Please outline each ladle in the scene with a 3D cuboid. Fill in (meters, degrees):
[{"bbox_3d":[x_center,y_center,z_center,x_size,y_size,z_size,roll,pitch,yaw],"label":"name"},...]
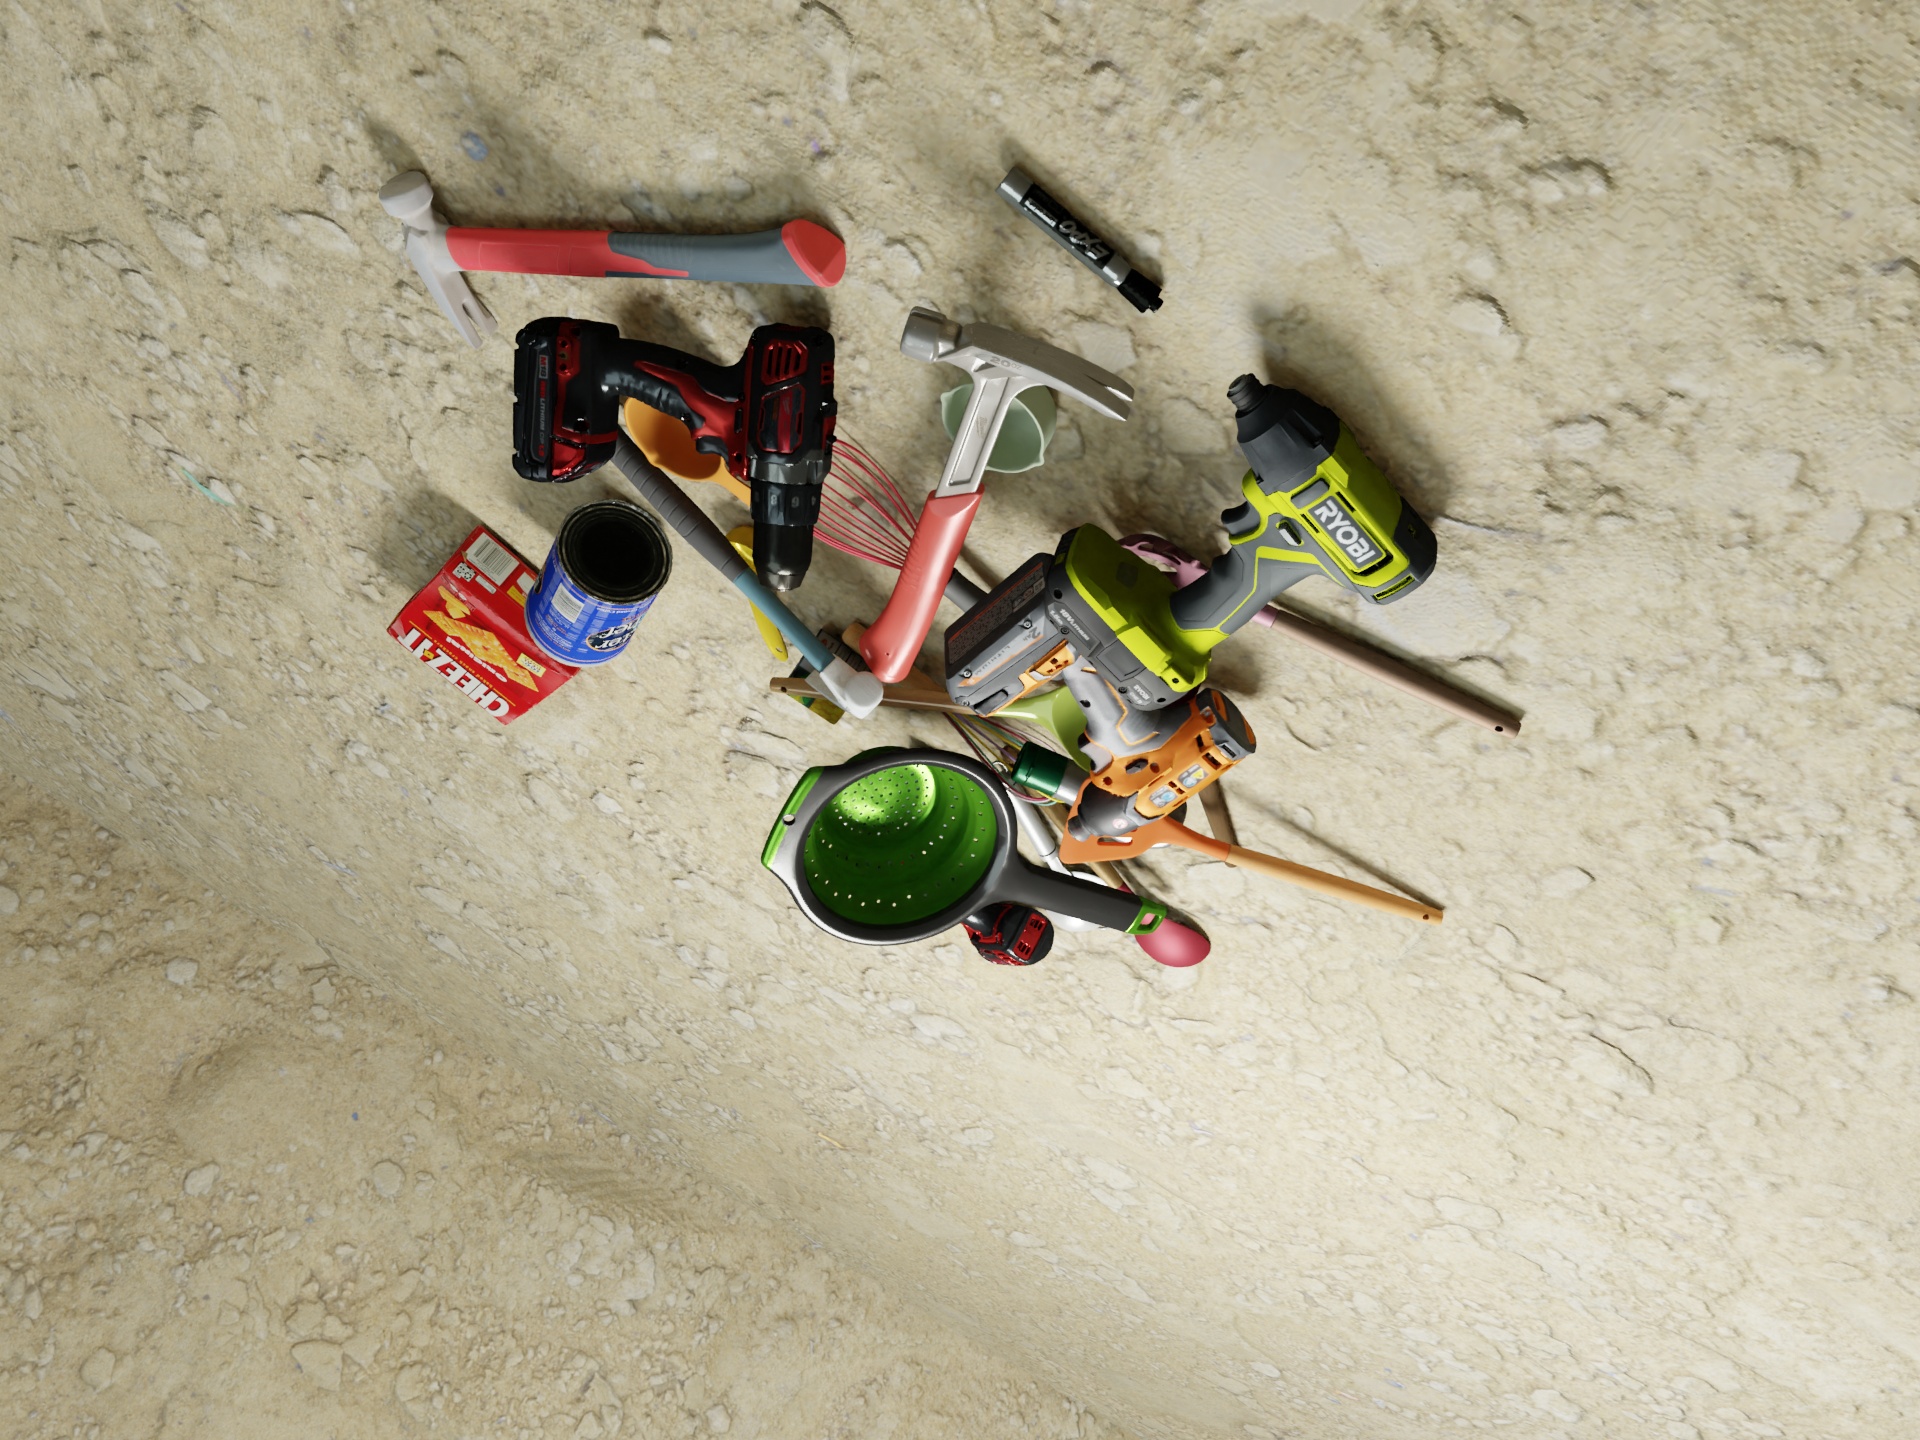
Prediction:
[{"bbox_3d":[0.133,0.134,1.481,0.069,0.031,0.315,-19,122,39],"label":"ladle"},{"bbox_3d":[-0.013,-0.009,1.321,0.320,0.062,0.078,6,122,15],"label":"ladle"}]

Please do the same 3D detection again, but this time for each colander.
[{"bbox_3d":[0.010,0.113,1.424,0.396,0.095,0.204,19,114,-26],"label":"colander"}]

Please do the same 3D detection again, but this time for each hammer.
[{"bbox_3d":[-0.186,-0.128,1.285,0.331,0.033,0.128,46,172,-2],"label":"hammer"},{"bbox_3d":[-0.003,-0.134,1.123,0.149,0.037,0.358,20,145,-3],"label":"hammer"},{"bbox_3d":[-0.246,-0.323,1.148,0.386,0.038,0.143,11,144,28],"label":"hammer"}]

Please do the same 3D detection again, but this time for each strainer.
[{"bbox_3d":[0.084,0.131,1.504,0.087,0.050,0.258,-12,127,27],"label":"strainer"}]

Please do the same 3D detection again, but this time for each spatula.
[{"bbox_3d":[0.243,0.120,1.310,0.322,0.041,0.081,17,109,0],"label":"spatula"}]

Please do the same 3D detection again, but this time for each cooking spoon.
[{"bbox_3d":[0.186,0.018,1.283,0.069,0.017,0.318,-5,136,21],"label":"cooking spoon"}]

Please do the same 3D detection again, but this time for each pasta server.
[{"bbox_3d":[0.244,-0.056,1.119,0.316,0.040,0.060,26,135,6],"label":"pasta server"}]

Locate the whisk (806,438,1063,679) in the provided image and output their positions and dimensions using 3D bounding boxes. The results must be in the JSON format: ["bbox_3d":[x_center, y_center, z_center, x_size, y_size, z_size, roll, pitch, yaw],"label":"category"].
[{"bbox_3d":[-0.026,-0.121,1.231,0.295,0.073,0.073,37,148,-20],"label":"whisk"}]

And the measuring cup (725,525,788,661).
[{"bbox_3d":[-0.170,-0.110,1.391,0.062,0.029,0.156,16,147,22],"label":"measuring cup"}]

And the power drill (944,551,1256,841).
[{"bbox_3d":[0.091,-0.003,1.192,0.164,0.084,0.226,-39,119,23],"label":"power drill"}]

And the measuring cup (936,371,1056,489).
[{"bbox_3d":[0.014,-0.192,1.120,0.083,0.038,0.167,33,150,-4],"label":"measuring cup"}]

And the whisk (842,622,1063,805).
[{"bbox_3d":[-0.002,-0.005,1.389,0.245,0.047,0.051,38,144,-3],"label":"whisk"}]

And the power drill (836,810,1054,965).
[{"bbox_3d":[-0.020,0.177,1.605,0.219,0.078,0.143,32,166,-12],"label":"power drill"}]

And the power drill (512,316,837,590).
[{"bbox_3d":[-0.201,-0.197,1.145,0.227,0.080,0.187,8,106,9],"label":"power drill"}]

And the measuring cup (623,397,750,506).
[{"bbox_3d":[-0.176,-0.209,1.236,0.173,0.052,0.095,37,147,-14],"label":"measuring cup"}]

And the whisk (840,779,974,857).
[{"bbox_3d":[-0.015,0.115,1.512,0.246,0.059,0.058,29,-178,-30],"label":"whisk"}]

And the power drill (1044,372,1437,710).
[{"bbox_3d":[0.168,-0.113,1.033,0.171,0.080,0.223,44,129,-19],"label":"power drill"}]
